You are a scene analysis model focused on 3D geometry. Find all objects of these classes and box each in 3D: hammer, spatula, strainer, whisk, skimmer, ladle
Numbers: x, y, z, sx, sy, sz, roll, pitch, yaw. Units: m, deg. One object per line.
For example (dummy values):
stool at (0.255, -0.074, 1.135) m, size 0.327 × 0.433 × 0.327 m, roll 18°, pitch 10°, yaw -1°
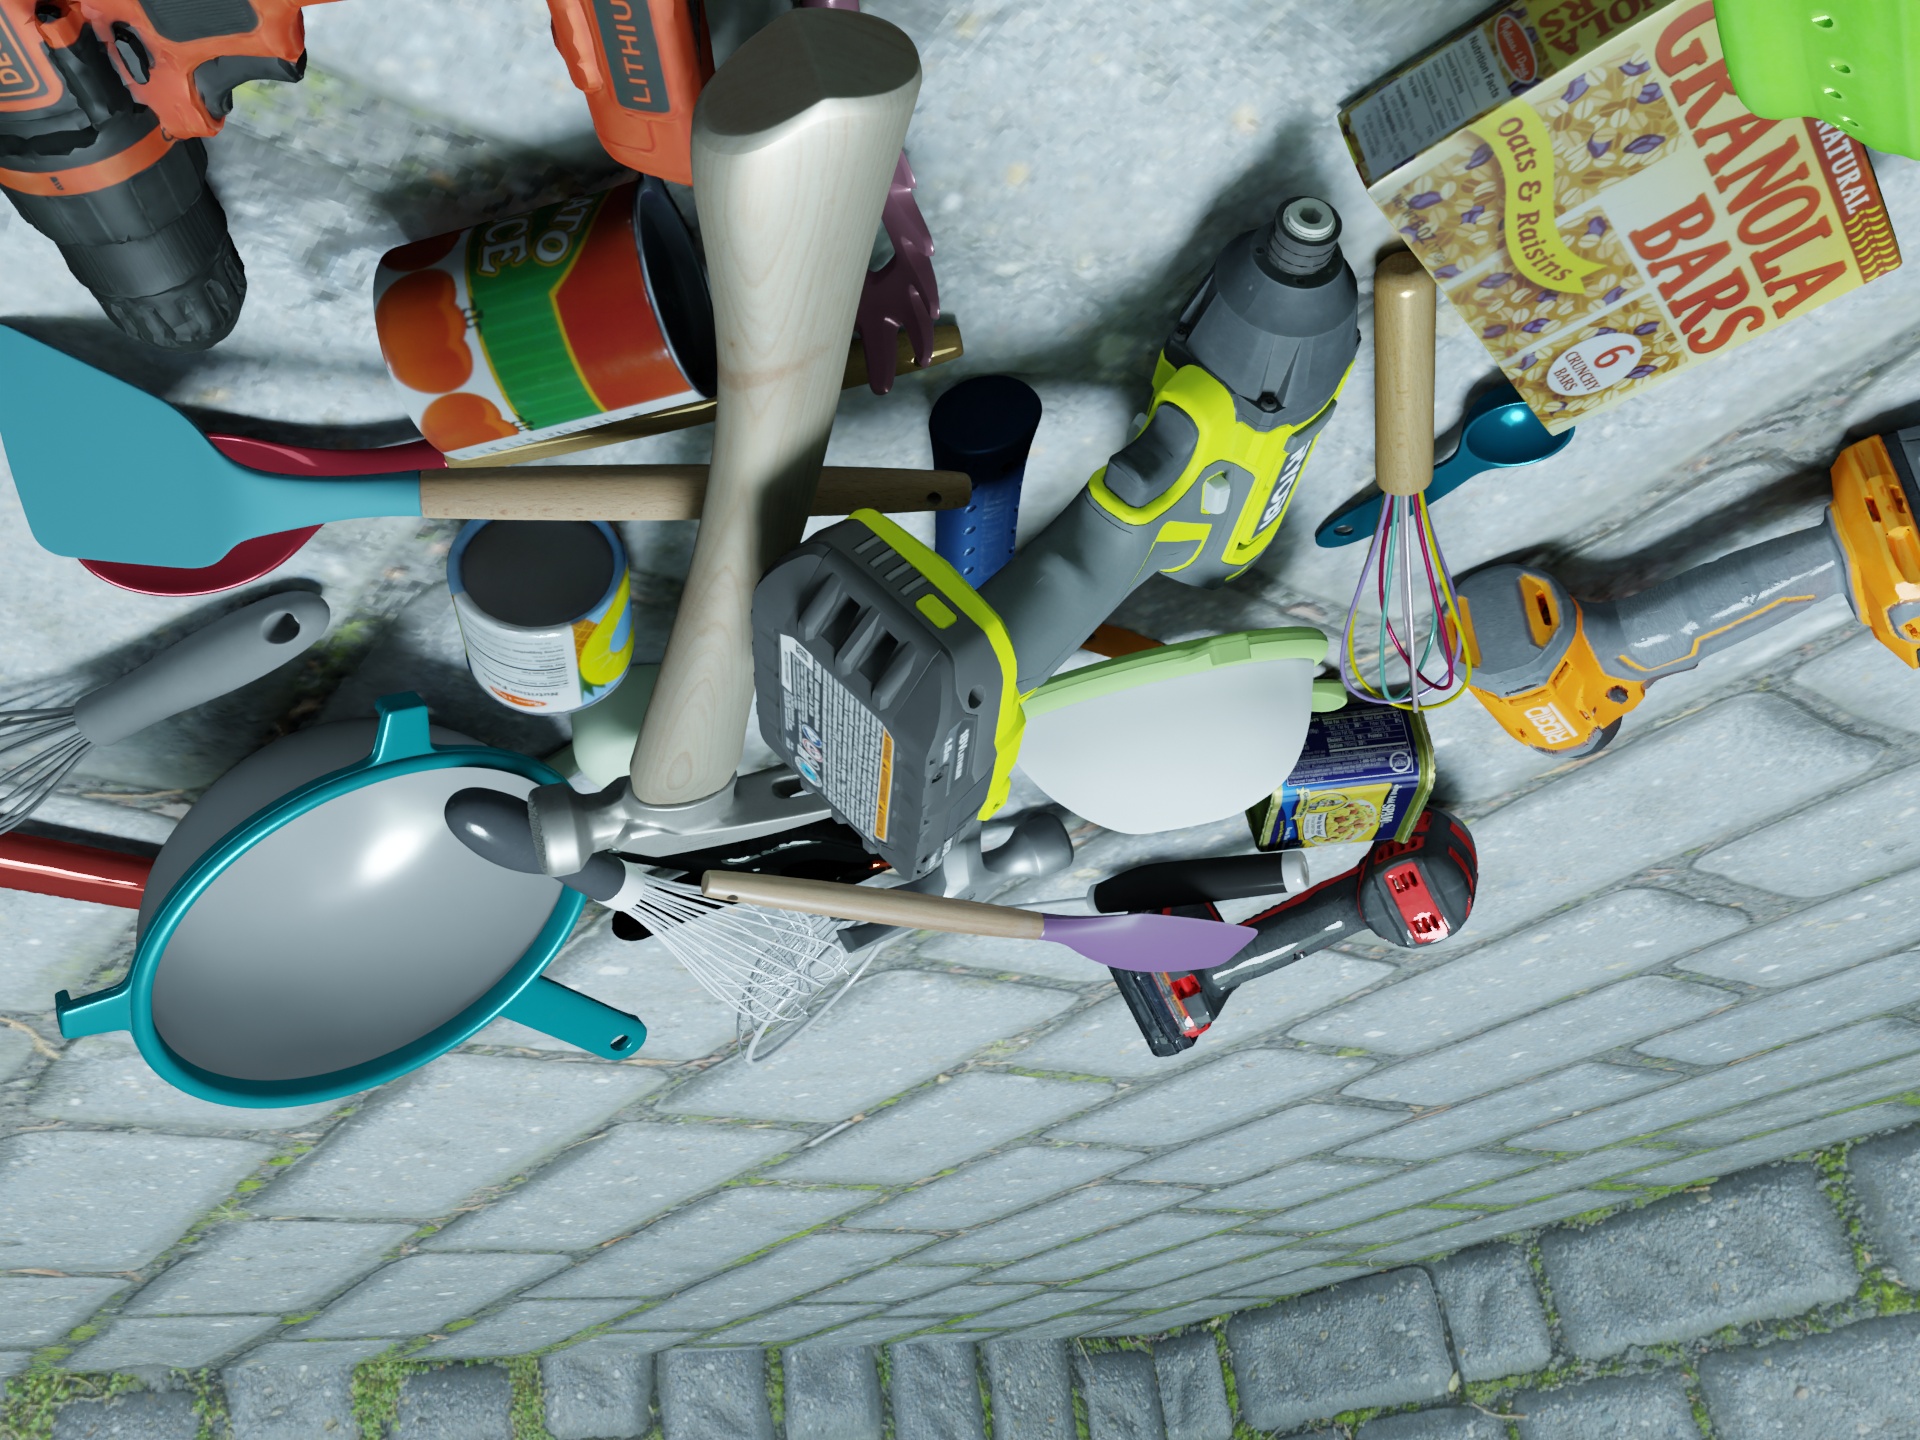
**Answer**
hammer at (-0.064, -0.053, 0.526) m, size 0.146 × 0.038 × 0.410 m, roll -11°, pitch 156°, yaw -21°
spatula at (-0.153, -0.083, 0.535) m, size 0.317 × 0.044 × 0.082 m, roll -1°, pitch 125°, yaw -12°
strainer at (0.119, 0.011, 0.715) m, size 0.151 × 0.069 × 0.256 m, roll -18°, pitch 170°, yaw 36°
whisk at (-0.148, 0.090, 0.773) m, size 0.070 × 0.070 × 0.284 m, roll -20°, pitch 149°, yaw 20°
hammer at (-0.402, 0.082, 0.811) m, size 0.149 × 0.037 × 0.358 m, roll -30°, pitch 145°, yaw 35°
spatula at (0.017, 0.105, 0.826) m, size 0.315 × 0.018 × 0.059 m, roll 11°, pitch 139°, yaw -26°
whisk at (-0.359, -0.003, 0.661) m, size 0.239 × 0.055 × 0.055 m, roll -23°, pitch 149°, yaw 15°
skimmer at (0.029, 0.140, 0.934) m, size 0.363 × 0.090 × 0.127 m, roll -11°, pitch -179°, yaw 24°
ladle at (-0.154, -0.099, 0.554) m, size 0.315 × 0.031 × 0.069 m, roll -12°, pitch 141°, yaw 2°
strainer at (-0.263, 0.096, 0.786) m, size 0.211 × 0.095 × 0.340 m, roll -43°, pitch 150°, yaw -3°
whisk at (0.181, -0.082, 0.632) m, size 0.051 × 0.047 × 0.244 m, roll -39°, pitch 143°, yaw -16°
hammer at (-0.001, -0.002, 0.737) m, size 0.144 × 0.035 × 0.405 m, roll -23°, pitch 152°, yaw -14°

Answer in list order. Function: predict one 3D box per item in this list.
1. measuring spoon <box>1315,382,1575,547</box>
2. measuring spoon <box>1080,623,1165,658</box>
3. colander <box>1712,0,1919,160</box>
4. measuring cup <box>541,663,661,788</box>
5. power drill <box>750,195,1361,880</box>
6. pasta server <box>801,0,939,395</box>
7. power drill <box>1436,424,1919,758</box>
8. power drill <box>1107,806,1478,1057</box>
measuring spoon at (0.193, -0.105, 0.654) m, size 0.042 × 0.021 × 0.128 m, roll 19°, pitch 151°, yaw -28°
measuring spoon at (0.092, -0.028, 0.767) m, size 0.116 × 0.011 × 0.021 m, roll 17°, pitch 143°, yaw -38°
colander at (0.253, -0.188, 0.397) m, size 0.094 × 0.204 × 0.397 m, roll -2°, pitch 177°, yaw 33°
measuring cup at (-0.177, 0.027, 0.766) m, size 0.167 × 0.038 × 0.083 m, roll -29°, pitch 146°, yaw 30°
power drill at (0.040, -0.063, 0.522) m, size 0.223 × 0.080 × 0.171 m, roll -41°, pitch 163°, yaw -22°
pasta server at (-0.035, -0.200, 0.388) m, size 0.060 × 0.040 × 0.316 m, roll 3°, pitch 151°, yaw 1°
power drill at (0.357, -0.043, 0.744) m, size 0.226 × 0.084 × 0.164 m, roll -19°, pitch 151°, yaw 28°
power drill at (0.207, 0.117, 0.967) m, size 0.219 × 0.078 × 0.143 m, roll -26°, pitch -177°, yaw 24°
